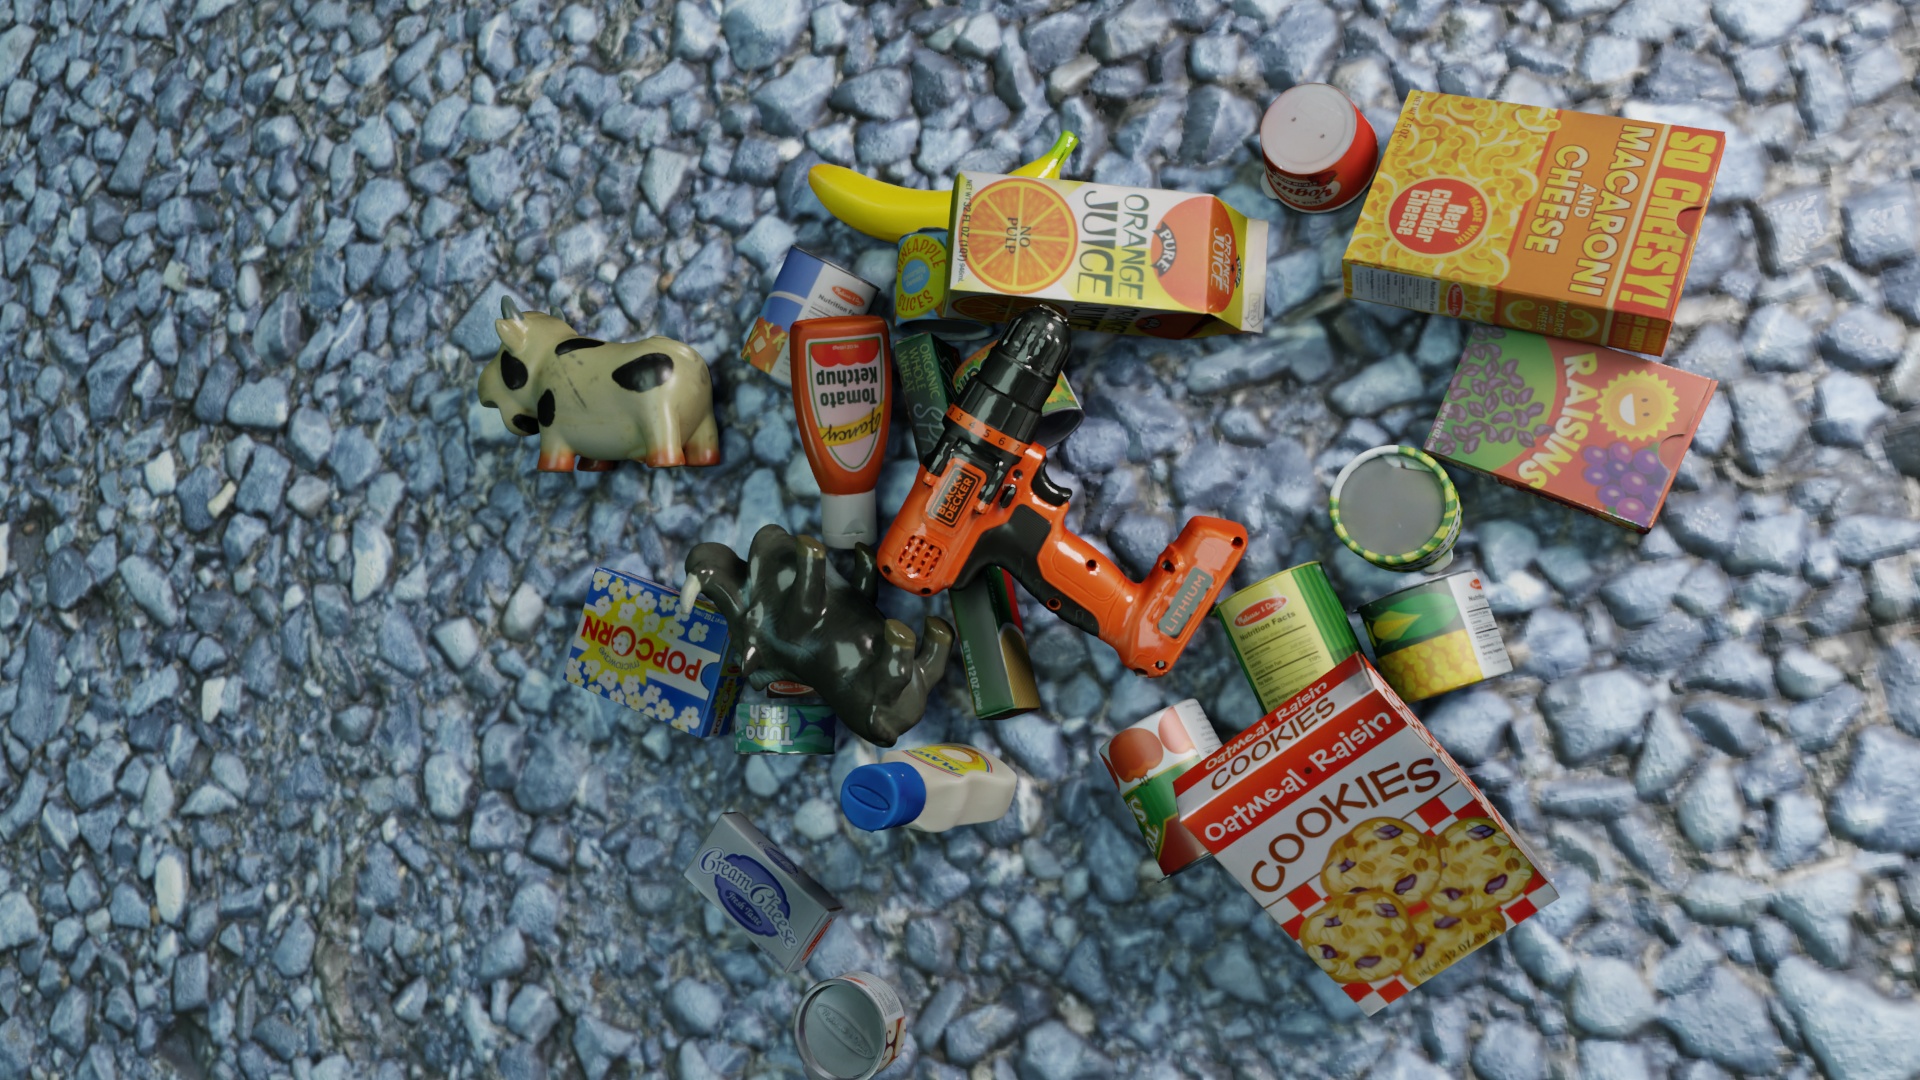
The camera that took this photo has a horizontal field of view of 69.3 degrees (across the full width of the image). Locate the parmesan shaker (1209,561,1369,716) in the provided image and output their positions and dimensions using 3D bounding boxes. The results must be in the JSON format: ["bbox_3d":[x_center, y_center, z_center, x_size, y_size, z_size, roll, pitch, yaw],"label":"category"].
[{"bbox_3d":[0.192,0.073,0.781,0.071,0.071,0.103,-28,75,19],"label":"parmesan shaker"}]

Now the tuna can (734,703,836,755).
[{"bbox_3d":[-0.115,0.123,0.907,0.071,0.071,0.033,-2,83,24],"label":"tuna can"}]

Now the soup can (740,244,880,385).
[{"bbox_3d":[-0.103,-0.148,0.936,0.071,0.071,0.083,30,97,24],"label":"soup can"}]

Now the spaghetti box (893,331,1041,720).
[{"bbox_3d":[0.003,-0.011,0.882,0.028,0.050,0.250,-17,77,20],"label":"spaghetti box"}]

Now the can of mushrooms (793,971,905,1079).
[{"bbox_3d":[-0.072,0.313,0.887,0.071,0.033,0.071,-2,83,23],"label":"can of mushrooms"}]

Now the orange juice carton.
[{"bbox_3d":[0.088,-0.166,0.829,0.193,0.073,0.072,5,85,-3],"label":"orange juice carton"}]

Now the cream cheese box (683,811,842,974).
[{"bbox_3d":[-0.133,0.234,0.927,0.104,0.024,0.053,37,99,23],"label":"cream cheese box"}]

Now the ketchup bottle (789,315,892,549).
[{"bbox_3d":[-0.075,-0.070,0.903,0.065,0.043,0.148,-7,107,-16],"label":"ketchup bottle"}]

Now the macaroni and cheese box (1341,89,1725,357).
[{"bbox_3d":[0.307,-0.175,0.751,0.166,0.040,0.124,16,70,24],"label":"macaroni and cheese box"}]

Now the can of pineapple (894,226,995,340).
[{"bbox_3d":[-0.010,-0.164,0.894,0.071,0.071,0.058,1,85,24],"label":"can of pineapple"}]

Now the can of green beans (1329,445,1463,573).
[{"bbox_3d":[0.243,-0.017,0.773,0.071,0.058,0.071,-3,83,23],"label":"can of green beans"}]

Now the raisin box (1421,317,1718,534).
[{"bbox_3d":[0.327,-0.065,0.752,0.123,0.040,0.086,24,93,23],"label":"raisin box"}]

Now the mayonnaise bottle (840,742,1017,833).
[{"bbox_3d":[-0.020,0.146,0.820,0.065,0.148,0.041,21,93,24],"label":"mayonnaise bottle"}]

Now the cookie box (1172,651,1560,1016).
[{"bbox_3d":[0.211,0.156,0.731,0.122,0.040,0.167,-39,106,16],"label":"cookie box"}]

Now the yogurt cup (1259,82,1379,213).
[{"bbox_3d":[0.208,-0.232,0.815,0.072,0.054,0.072,-3,83,23],"label":"yogurt cup"}]

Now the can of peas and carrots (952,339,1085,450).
[{"bbox_3d":[0.034,-0.088,0.866,0.071,0.071,0.059,-30,73,18],"label":"can of peas and carrots"}]

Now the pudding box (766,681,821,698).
[{"bbox_3d":[-0.087,0.079,0.922,0.083,0.030,0.049,-4,84,23],"label":"pudding box"}]

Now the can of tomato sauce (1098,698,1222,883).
[{"bbox_3d":[0.126,0.144,0.801,0.071,0.071,0.083,-33,72,17],"label":"can of tomato sauce"}]

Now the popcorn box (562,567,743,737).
[{"bbox_3d":[-0.210,0.077,0.971,0.127,0.038,0.085,18,90,25],"label":"popcorn box"}]

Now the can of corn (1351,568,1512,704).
[{"bbox_3d":[0.255,0.054,0.756,0.071,0.071,0.058,-22,77,20],"label":"can of corn"}]
